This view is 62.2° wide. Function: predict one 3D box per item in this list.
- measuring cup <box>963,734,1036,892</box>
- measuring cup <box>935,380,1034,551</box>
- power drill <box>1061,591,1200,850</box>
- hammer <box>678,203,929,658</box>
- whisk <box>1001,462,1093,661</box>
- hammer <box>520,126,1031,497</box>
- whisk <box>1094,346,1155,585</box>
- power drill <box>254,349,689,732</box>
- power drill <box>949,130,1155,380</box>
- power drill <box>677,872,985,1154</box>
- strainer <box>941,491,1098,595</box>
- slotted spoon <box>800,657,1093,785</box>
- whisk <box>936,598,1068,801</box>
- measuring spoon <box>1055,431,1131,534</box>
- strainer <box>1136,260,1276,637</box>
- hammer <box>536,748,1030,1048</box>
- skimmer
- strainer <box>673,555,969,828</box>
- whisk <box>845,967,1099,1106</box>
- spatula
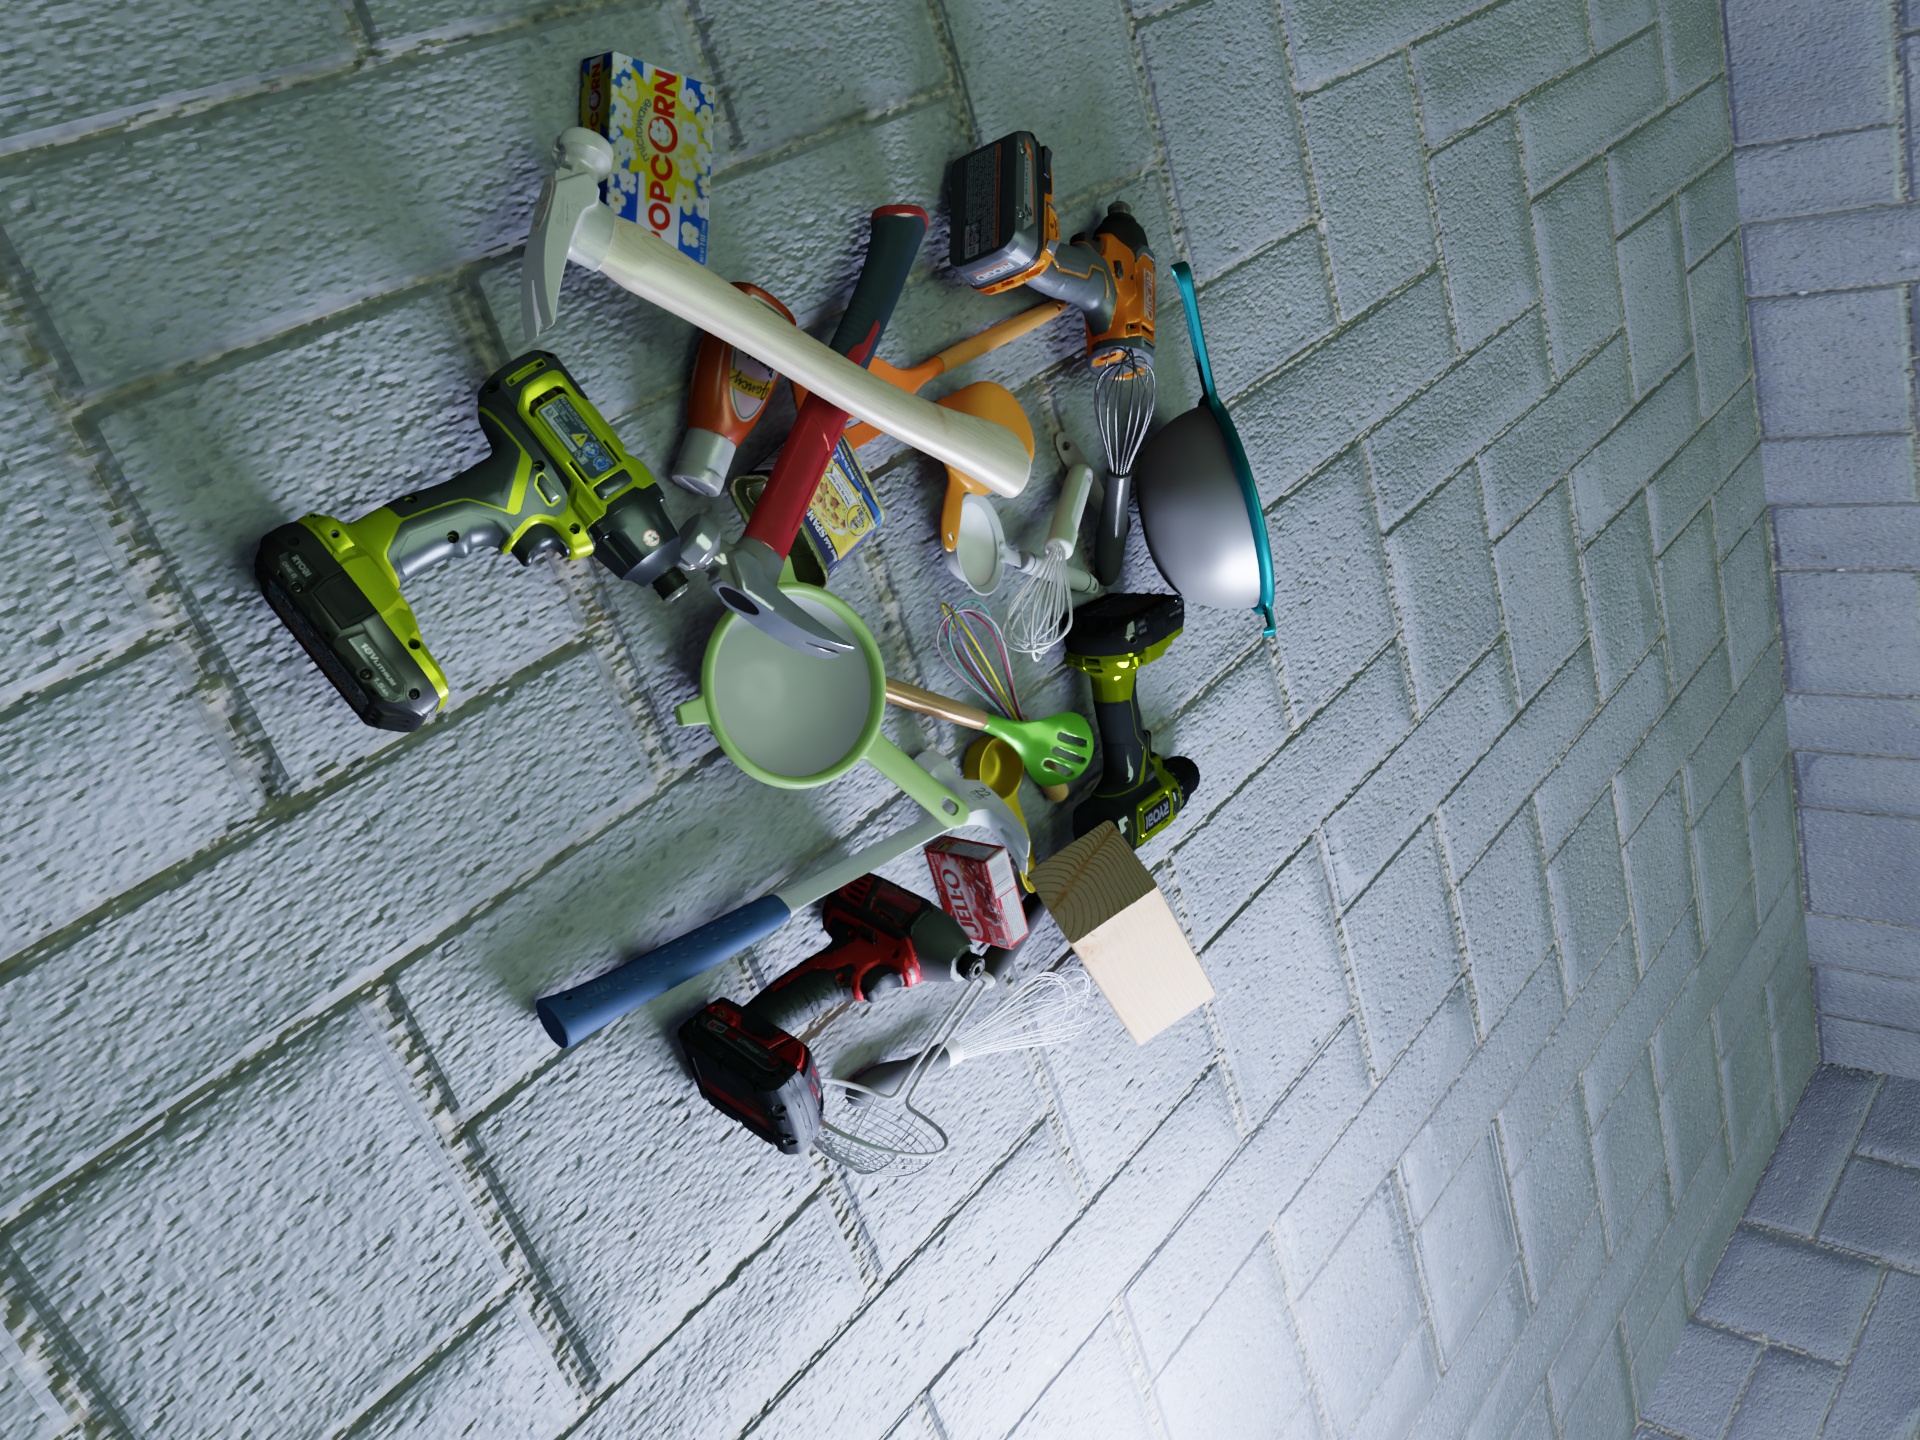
[{"bbox_3d":[0.039,0.084,1.403,0.062,0.029,0.156,-35,121,-38],"label":"measuring cup"},{"bbox_3d":[0.017,-0.204,1.283,0.095,0.052,0.174,45,37,-33],"label":"measuring cup"},{"bbox_3d":[0.167,0.000,1.490,0.190,0.080,0.228,-27,116,-52],"label":"power drill"},{"bbox_3d":[-0.082,-0.230,1.167,0.143,0.038,0.387,36,56,-27],"label":"hammer"},{"bbox_3d":[0.083,-0.141,1.358,0.247,0.059,0.057,-72,151,-42],"label":"whisk"},{"bbox_3d":[-0.108,-0.240,1.093,0.410,0.038,0.146,23,62,-37],"label":"hammer"},{"bbox_3d":[0.138,-0.221,1.417,0.055,0.055,0.238,-36,142,-38],"label":"whisk"},{"bbox_3d":[-0.285,-0.099,0.957,0.223,0.080,0.171,-40,97,-26],"label":"power drill"},{"bbox_3d":[0.090,-0.406,1.358,0.226,0.084,0.164,20,66,-47],"label":"power drill"},{"bbox_3d":[-0.091,0.211,1.196,0.220,0.143,0.078,-41,138,-33],"label":"power drill"},{"bbox_3d":[0.049,-0.138,1.381,0.258,0.050,0.087,12,76,-52],"label":"strainer"},{"bbox_3d":[-0.002,-0.004,1.318,0.313,0.031,0.070,19,99,-35],"label":"slotted spoon"},{"bbox_3d":[0.041,-0.015,1.387,0.051,0.047,0.244,-56,134,-28],"label":"whisk"},{"bbox_3d":[0.118,-0.216,1.463,0.034,0.018,0.124,-37,117,-4],"label":"measuring spoon"},{"bbox_3d":[0.199,-0.241,1.445,0.095,0.211,0.340,-17,121,3],"label":"strainer"},{"bbox_3d":[-0.122,0.136,1.185,0.405,0.144,0.035,-26,135,-35],"label":"hammer"},{"bbox_3d":[-0.007,0.234,1.307,0.363,0.127,0.090,-49,153,-44],"label":"skimmer"},{"bbox_3d":[-0.098,0.006,1.198,0.256,0.069,0.151,40,65,-27],"label":"strainer"},{"bbox_3d":[0.014,0.277,1.380,0.284,0.070,0.070,-14,105,-40],"label":"whisk"},{"bbox_3d":[-0.012,-0.300,1.314,0.322,0.041,0.081,-37,119,-42],"label":"spatula"}]
